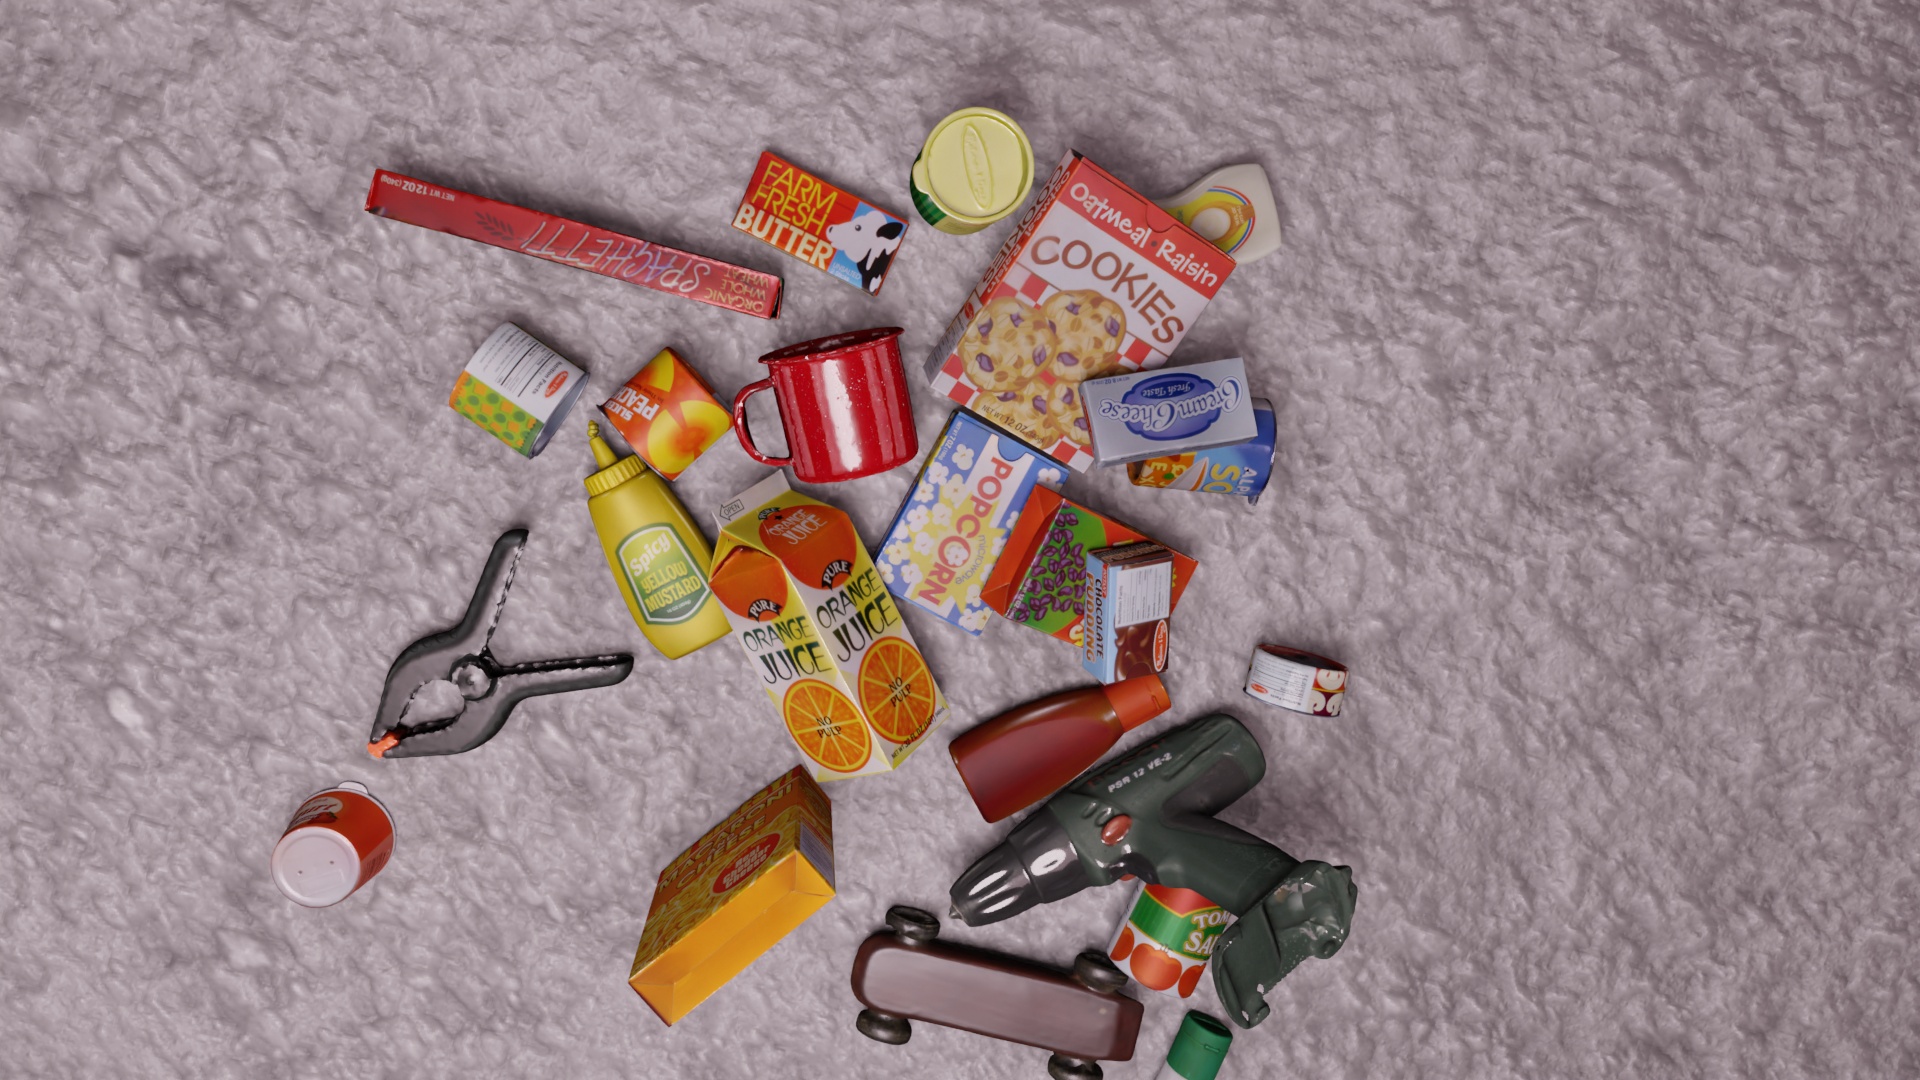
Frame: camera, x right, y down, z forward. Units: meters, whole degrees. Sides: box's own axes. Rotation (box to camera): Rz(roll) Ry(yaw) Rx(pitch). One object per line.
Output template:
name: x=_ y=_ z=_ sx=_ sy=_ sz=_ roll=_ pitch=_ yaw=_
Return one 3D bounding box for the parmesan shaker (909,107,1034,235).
parmesan shaker: x=0.002 y=-0.224 z=0.852 sx=0.071 sy=0.103 sz=0.071 roll=-1 pitch=99 yaw=-7

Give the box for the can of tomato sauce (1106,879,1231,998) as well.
can of tomato sauce: x=0.149 y=0.262 z=0.956 sx=0.071 sy=0.071 sz=0.083 roll=24 pitch=96 yaw=-9

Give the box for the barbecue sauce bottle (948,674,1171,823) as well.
barbecue sauce bottle: x=0.070 y=0.132 z=0.941 sx=0.149 sy=0.044 sz=0.064 roll=-27 pitch=114 yaw=-3

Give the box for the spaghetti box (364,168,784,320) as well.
spaghetti box: x=-0.231 y=-0.181 z=0.858 sx=0.250 sy=0.050 sz=0.028 roll=14 pitch=98 yaw=-8

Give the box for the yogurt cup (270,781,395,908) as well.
yogurt cup: x=-0.405 y=0.200 z=0.892 sx=0.072 sy=0.054 sz=0.072 roll=-1 pitch=99 yaw=-6

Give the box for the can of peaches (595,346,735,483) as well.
can of peaches: x=-0.183 y=-0.080 z=0.869 sx=0.058 sy=0.071 sz=0.071 roll=-42 pitch=101 yaw=0

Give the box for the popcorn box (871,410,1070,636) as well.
popcorn box: x=0.003 y=-0.011 z=0.916 sx=0.085 sy=0.038 sz=0.126 roll=28 pitch=94 yaw=-9

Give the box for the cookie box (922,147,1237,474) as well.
cookie box: x=0.074 y=-0.141 z=0.871 sx=0.123 sy=0.040 sz=0.167 roll=28 pitch=110 yaw=-22

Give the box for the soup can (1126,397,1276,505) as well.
soup can: x=0.156 y=-0.062 z=0.911 sx=0.084 sy=0.071 sz=0.071 roll=5 pitch=98 yaw=-6

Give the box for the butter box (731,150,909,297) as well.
butter box: x=-0.089 y=-0.201 z=0.884 sx=0.103 sy=0.024 sz=0.053 roll=25 pitch=95 yaw=-9

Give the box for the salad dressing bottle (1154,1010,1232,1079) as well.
salad dressing bottle: x=0.148 y=0.411 z=0.991 sx=0.064 sy=0.044 sz=0.147 roll=24 pitch=94 yaw=-7

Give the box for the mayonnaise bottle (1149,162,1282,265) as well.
mayonnaise bottle: x=0.130 y=-0.195 z=0.901 sx=0.148 sy=0.041 sz=0.064 roll=-19 pitch=103 yaw=-3

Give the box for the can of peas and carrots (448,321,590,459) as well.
can of peas and carrots: x=-0.273 y=-0.092 z=0.860 sx=0.058 sy=0.071 sz=0.071 roll=34 pitch=93 yaw=-10

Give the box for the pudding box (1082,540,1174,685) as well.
pudding box: x=0.106 y=0.046 z=0.884 sx=0.050 sy=0.030 sz=0.083 roll=-10 pitch=112 yaw=-25

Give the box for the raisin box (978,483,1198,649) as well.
raisin box: x=0.086 y=0.025 z=0.908 sx=0.123 sy=0.040 sz=0.086 roll=24 pitch=95 yaw=-33

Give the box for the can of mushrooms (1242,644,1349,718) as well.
can of mushrooms: x=0.229 y=0.095 z=0.944 sx=0.071 sy=0.071 sz=0.033 roll=11 pitch=96 yaw=-8

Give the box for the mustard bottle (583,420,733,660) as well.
mustard bottle: x=-0.201 y=-0.004 z=0.888 sx=0.065 sy=0.049 sz=0.160 roll=-28 pitch=100 yaw=-3

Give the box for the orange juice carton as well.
orange juice carton: x=-0.091 y=0.052 z=0.883 sx=0.073 sy=0.072 sz=0.192 roll=-18 pitch=104 yaw=40

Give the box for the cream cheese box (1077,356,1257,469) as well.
cream cheese box: x=0.129 y=-0.079 z=0.863 sx=0.104 sy=0.024 sz=0.053 roll=-10 pitch=84 yaw=-8

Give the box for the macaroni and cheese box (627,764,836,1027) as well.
macaroni and cheese box: x=-0.138 y=0.213 z=0.867 sx=0.124 sy=0.166 sz=0.040 roll=-38 pitch=100 yaw=0
